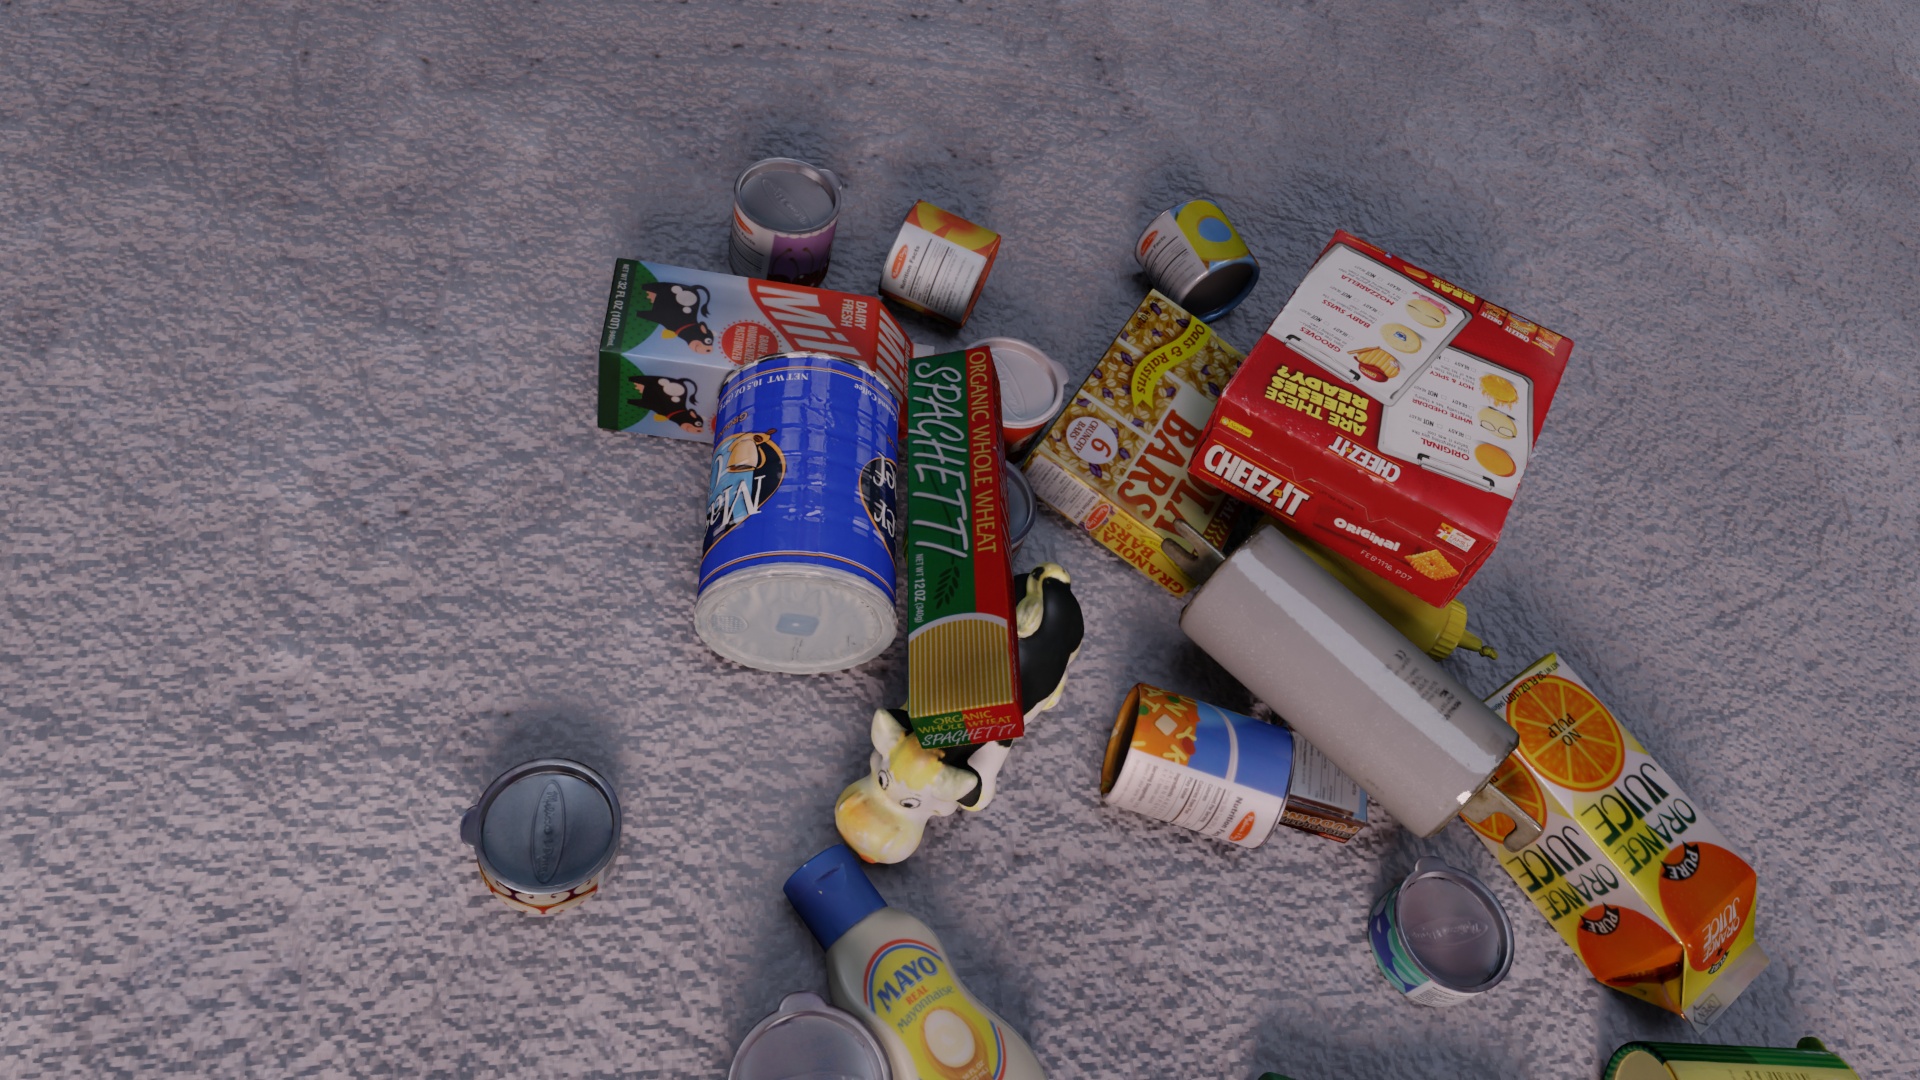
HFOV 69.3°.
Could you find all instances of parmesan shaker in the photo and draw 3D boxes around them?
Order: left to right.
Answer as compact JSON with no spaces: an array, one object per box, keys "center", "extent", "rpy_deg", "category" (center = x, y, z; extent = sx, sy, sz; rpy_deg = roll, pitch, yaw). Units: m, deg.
[{"center":[0.381,0.280,0.686],"extent":[0.103,0.071,0.071],"rpy_deg":[6,56,-10],"category":"parmesan shaker"}]

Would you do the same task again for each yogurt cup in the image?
[{"center":[0.023,-0.081,0.838],"extent":[0.072,0.053,0.073],"rpy_deg":[7,56,-10],"category":"yogurt cup"}]

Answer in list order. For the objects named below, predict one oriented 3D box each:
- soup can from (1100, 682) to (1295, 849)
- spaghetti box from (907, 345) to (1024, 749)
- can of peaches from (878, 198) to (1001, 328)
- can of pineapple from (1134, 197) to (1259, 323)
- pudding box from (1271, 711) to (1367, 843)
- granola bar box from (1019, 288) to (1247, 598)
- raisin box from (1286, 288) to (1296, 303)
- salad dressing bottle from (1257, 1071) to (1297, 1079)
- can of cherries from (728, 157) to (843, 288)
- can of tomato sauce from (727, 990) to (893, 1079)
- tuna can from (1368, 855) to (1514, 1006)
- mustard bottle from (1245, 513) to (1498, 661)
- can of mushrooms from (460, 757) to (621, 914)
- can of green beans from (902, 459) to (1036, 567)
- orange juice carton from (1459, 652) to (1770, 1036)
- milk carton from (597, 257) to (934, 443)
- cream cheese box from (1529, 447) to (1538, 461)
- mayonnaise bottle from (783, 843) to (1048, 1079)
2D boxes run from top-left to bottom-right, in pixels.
[{"center":[0.123,0.116,0.728],"extent":[0.084,0.071,0.072],"rpy_deg":[18,55,-2],"category":"soup can"},{"center":[-0.001,-0.008,0.707],"extent":[0.050,0.028,0.251],"rpy_deg":[-9,47,7],"category":"spaghetti box"},{"center":[-0.012,-0.176,0.885],"extent":[0.058,0.071,0.071],"rpy_deg":[24,55,2],"category":"can of peaches"},{"center":[0.161,-0.188,0.937],"extent":[0.071,0.070,0.058],"rpy_deg":[-16,63,-23],"category":"can of pineapple"},{"center":[0.198,0.118,0.767],"extent":[0.050,0.030,0.084],"rpy_deg":[16,55,-3],"category":"pudding box"},{"center":[0.127,-0.064,0.853],"extent":[0.124,0.039,0.166],"rpy_deg":[36,55,0],"category":"granola bar box"},{"center":[0.261,-0.104,0.925],"extent":[0.123,0.039,0.086],"rpy_deg":[26,54,4],"category":"raisin box"},{"center":[0.209,0.287,0.649],"extent":[0.148,0.043,0.064],"rpy_deg":[17,54,-3],"category":"salad dressing bottle"},{"center":[-0.109,-0.198,0.878],"extent":[0.071,0.058,0.072],"rpy_deg":[7,55,-10],"category":"can of cherries"},{"center":[-0.069,0.237,0.586],"extent":[0.071,0.082,0.071],"rpy_deg":[7,56,-10],"category":"can of tomato sauce"},{"center":[0.248,0.203,0.722],"extent":[0.071,0.032,0.071],"rpy_deg":[7,56,-10],"category":"tuna can"},{"center":[0.242,0.035,0.816],"extent":[0.160,0.065,0.049],"rpy_deg":[24,49,-4],"category":"mustard bottle"},{"center":[-0.195,0.138,0.649],"extent":[0.071,0.033,0.071],"rpy_deg":[7,57,-11],"category":"can of mushrooms"},{"center":[0.004,-0.008,0.782],"extent":[0.071,0.057,0.071],"rpy_deg":[7,56,-10],"category":"can of green beans"},{"center":[0.347,0.164,0.749],"extent":[0.072,0.072,0.193],"rpy_deg":[-26,67,-28],"category":"orange juice carton"},{"center":[-0.108,-0.100,0.805],"extent":[0.191,0.073,0.073],"rpy_deg":[7,56,-11],"category":"milk carton"},{"center":[0.314,-0.035,0.884],"extent":[0.104,0.053,0.024],"rpy_deg":[-23,67,-26],"category":"cream cheese box"},{"center":[-0.026,0.210,0.640],"extent":[0.065,0.041,0.148],"rpy_deg":[-30,69,-27],"category":"mayonnaise bottle"}]
